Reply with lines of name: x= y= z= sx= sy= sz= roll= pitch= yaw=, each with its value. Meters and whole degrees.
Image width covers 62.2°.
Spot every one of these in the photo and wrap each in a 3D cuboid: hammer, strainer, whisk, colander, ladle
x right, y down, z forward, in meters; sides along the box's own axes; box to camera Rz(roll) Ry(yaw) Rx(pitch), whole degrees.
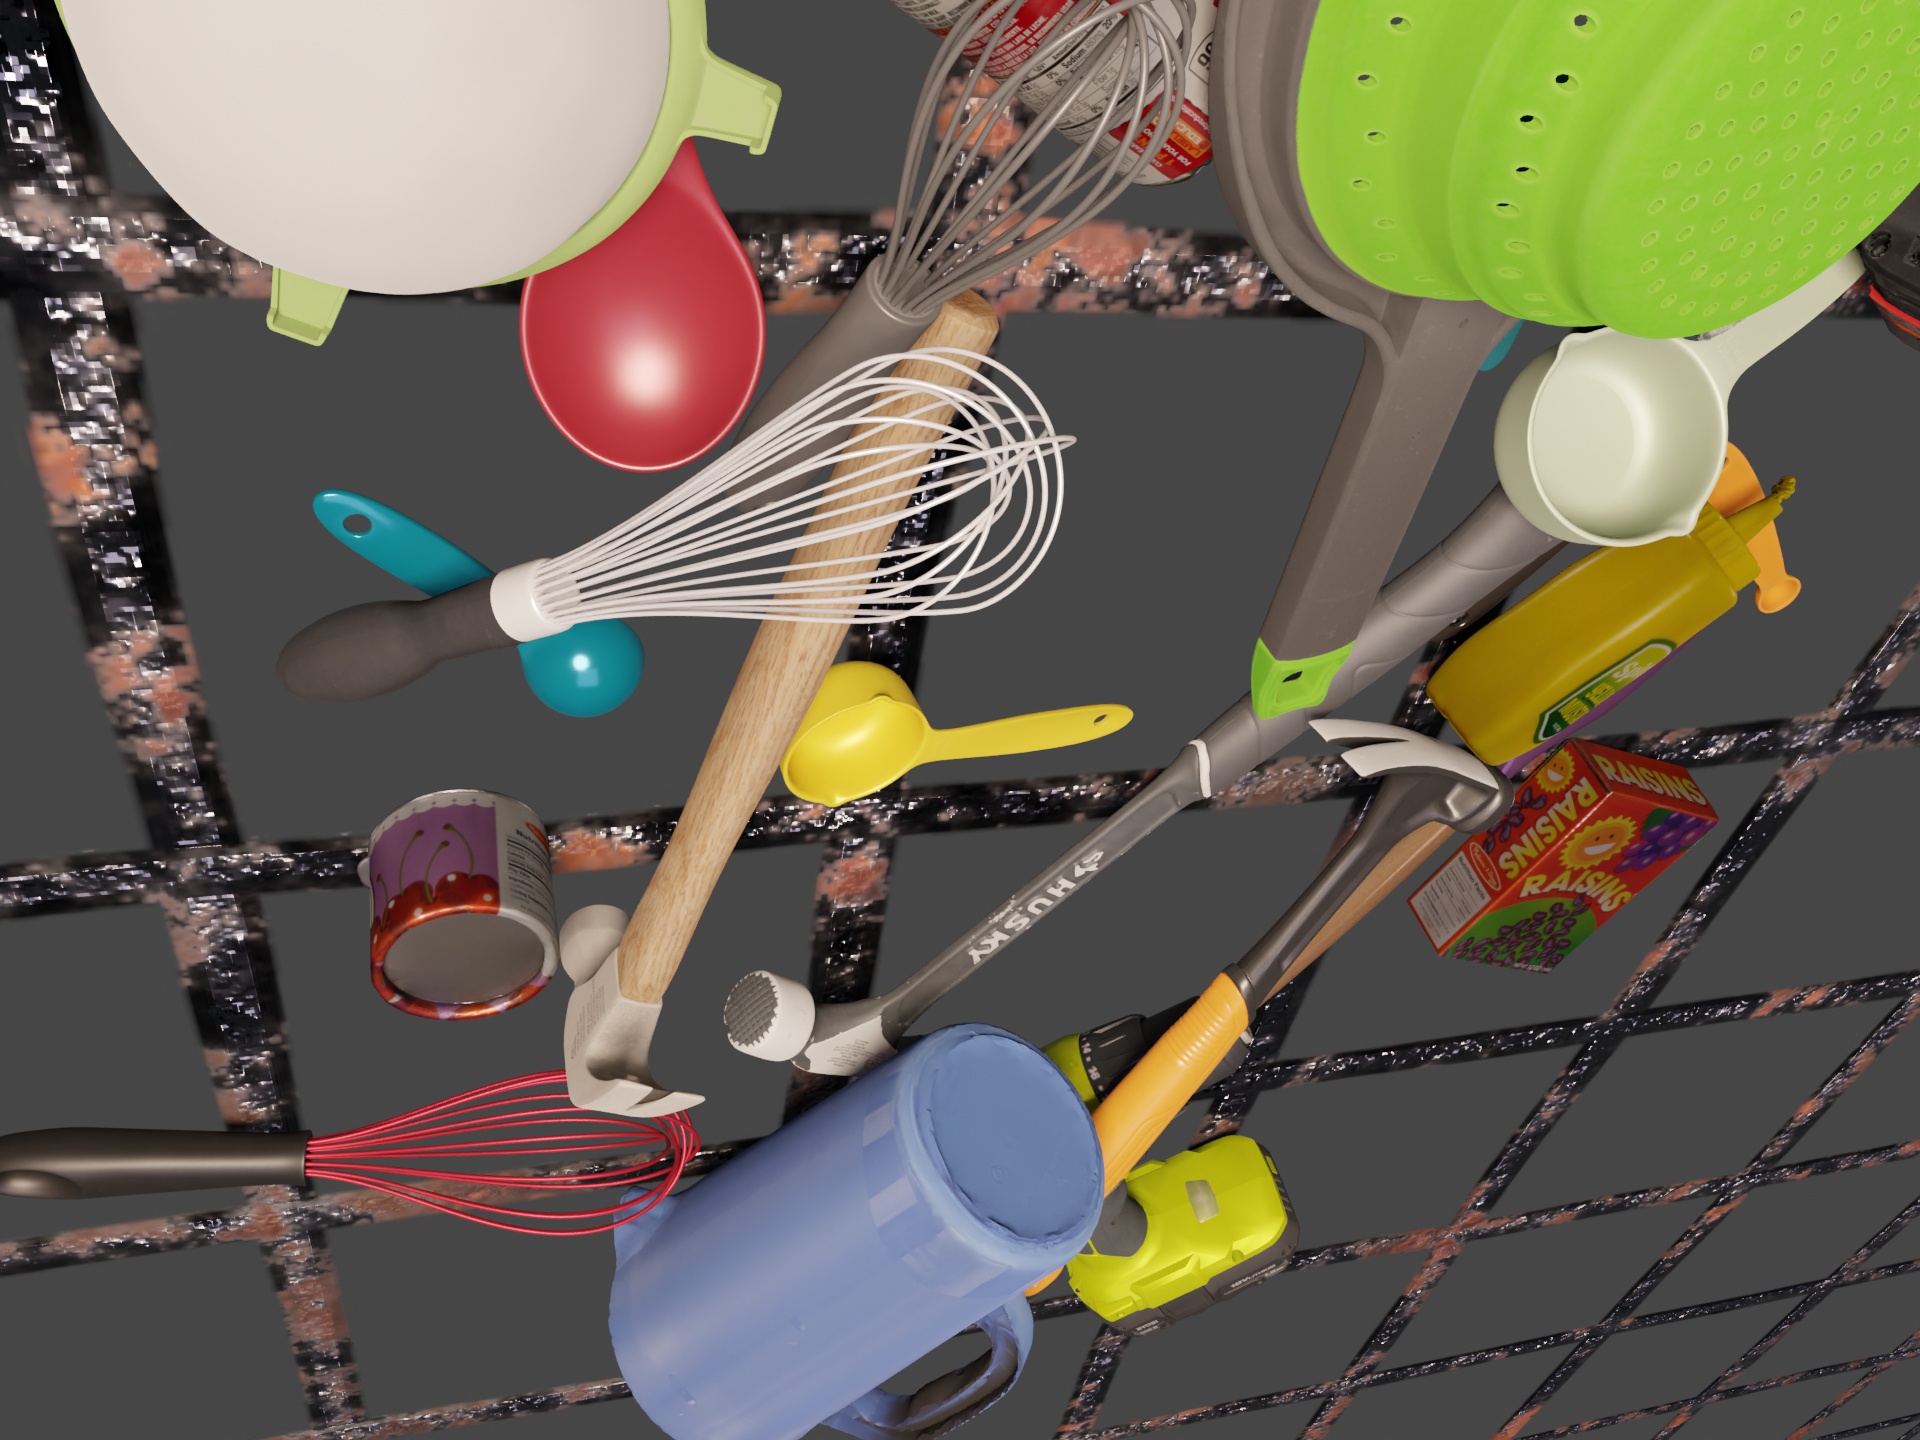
hammer: x=-0.070 y=0.006 z=0.542 sx=0.031 sy=0.130 sz=0.331 roll=15 pitch=119 yaw=-26
strainer: x=-0.154 y=-0.185 z=0.317 sx=0.151 sy=0.069 sz=0.256 roll=-18 pitch=133 yaw=14
whisk: x=-0.098 y=-0.042 z=0.454 sx=0.284 sy=0.070 sz=0.070 roll=-13 pitch=143 yaw=27
colander: x=0.160 y=-0.108 z=0.437 sx=0.204 sy=0.095 sz=0.396 roll=-15 pitch=144 yaw=-20
hammer: x=0.089 y=0.035 z=0.670 sx=0.409 sy=0.036 sz=0.149 roll=-40 pitch=139 yaw=19
hammer: x=0.105 y=0.140 z=0.708 sx=0.127 sy=0.034 sz=0.336 roll=14 pitch=119 yaw=-45
ladle: x=-0.075 y=-0.200 z=0.378 sx=0.069 sy=0.031 sz=0.315 roll=1 pitch=132 yaw=-11
whisk: x=-0.017 y=-0.112 z=0.421 sx=0.055 sy=0.055 sz=0.239 roll=8 pitch=157 yaw=-27
whisk: x=-0.261 y=0.189 z=0.687 sx=0.295 sy=0.073 sz=0.073 roll=3 pitch=133 yaw=-14

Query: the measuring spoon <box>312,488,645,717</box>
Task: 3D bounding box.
measuring spoon: x=-0.155 y=-0.034 z=0.519 sx=0.042 sy=0.021 sz=0.128 roll=-37 pitch=134 yaw=18

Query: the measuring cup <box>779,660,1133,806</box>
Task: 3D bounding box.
measuring cup: x=-0.001 y=-0.002 z=0.616 sx=0.156 sy=0.029 sz=0.062 roll=-6 pitch=141 yaw=-32

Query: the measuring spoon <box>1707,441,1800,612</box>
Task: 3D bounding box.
measuring spoon: x=0.327 y=-0.082 z=0.663 sx=0.021 sy=0.011 sz=0.116 roll=-36 pitch=132 yaw=15

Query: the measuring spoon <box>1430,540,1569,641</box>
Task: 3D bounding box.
measuring spoon: x=0.239 y=-0.068 z=0.635 sx=0.034 sy=0.018 sz=0.124 roll=27 pitch=121 yaw=-39

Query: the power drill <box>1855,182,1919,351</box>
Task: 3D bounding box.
power drill: x=0.414 y=-0.145 z=0.575 sx=0.143 sy=0.079 sz=0.219 roll=-46 pitch=137 yaw=10

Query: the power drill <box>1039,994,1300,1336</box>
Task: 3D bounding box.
power drill: x=0.095 y=0.238 z=0.853 sx=0.190 sy=0.080 sz=0.228 roll=-29 pitch=134 yaw=11

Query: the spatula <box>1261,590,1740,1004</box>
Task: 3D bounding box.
spatula: x=0.228 y=0.041 z=0.743 sx=0.059 sy=0.018 sz=0.315 roll=21 pitch=123 yaw=-32

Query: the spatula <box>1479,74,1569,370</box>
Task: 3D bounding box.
spatula: x=0.259 y=-0.227 z=0.449 sx=0.317 sy=0.044 sz=0.082 roll=-36 pitch=138 yaw=25

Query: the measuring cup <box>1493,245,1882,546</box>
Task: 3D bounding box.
measuring cup: x=0.261 y=-0.128 z=0.569 sx=0.167 sy=0.038 sz=0.083 roll=-39 pitch=101 yaw=-6
